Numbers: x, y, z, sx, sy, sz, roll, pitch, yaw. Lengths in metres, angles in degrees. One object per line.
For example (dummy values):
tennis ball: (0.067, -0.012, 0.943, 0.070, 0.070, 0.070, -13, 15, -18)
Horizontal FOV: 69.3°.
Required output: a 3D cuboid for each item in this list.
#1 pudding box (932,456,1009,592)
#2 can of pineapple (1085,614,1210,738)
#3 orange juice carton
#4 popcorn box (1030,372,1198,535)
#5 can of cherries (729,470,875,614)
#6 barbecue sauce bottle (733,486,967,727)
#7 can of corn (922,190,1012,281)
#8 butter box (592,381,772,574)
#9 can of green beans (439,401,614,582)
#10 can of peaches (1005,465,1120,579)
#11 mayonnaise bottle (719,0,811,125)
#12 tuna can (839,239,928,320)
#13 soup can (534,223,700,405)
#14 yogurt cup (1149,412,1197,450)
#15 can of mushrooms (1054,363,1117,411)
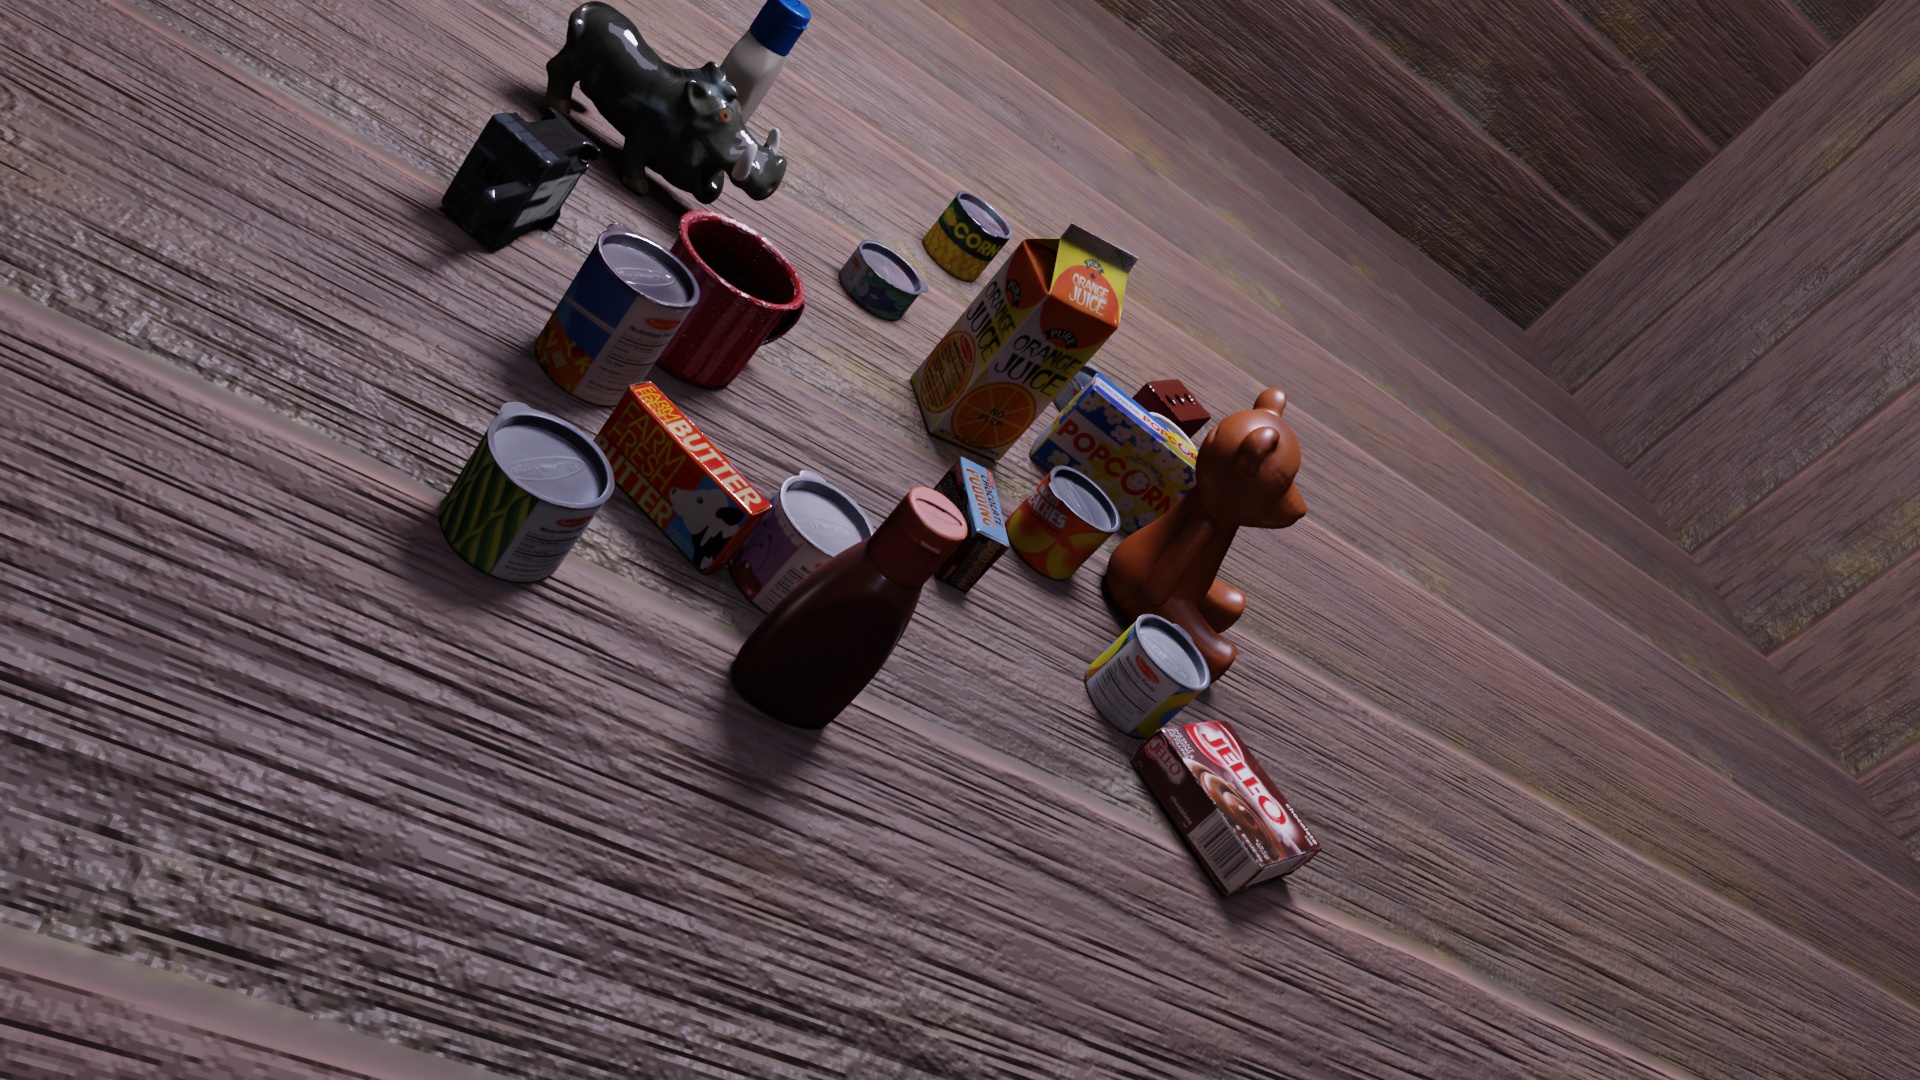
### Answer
pudding box: (0.003, -0.012, 0.955, 0.030, 0.049, 0.084, 26, 32, -28)
can of pineapple: (0.129, 0.094, 0.958, 0.071, 0.057, 0.071, 31, 30, -20)
orange juice carton: (0.050, -0.158, 1.063, 0.072, 0.192, 0.073, 20, 35, -35)
popcorn box: (0.133, -0.067, 1.154, 0.126, 0.085, 0.038, 37, 29, -10)
can of cherries: (-0.092, 0.004, 0.806, 0.071, 0.058, 0.072, 31, 30, -20)
barbecue sauce bottle: (-0.054, 0.034, 0.717, 0.065, 0.148, 0.044, 29, 31, -23)
can of corn: (0.007, -0.289, 1.329, 0.071, 0.058, 0.071, 31, 30, -20)
butter box: (-0.159, -0.036, 0.782, 0.103, 0.053, 0.024, 46, 28, 7)
can of green beans: (-0.215, -0.022, 0.689, 0.071, 0.057, 0.071, 31, 30, -20)
can of peaches: (0.074, -0.013, 1.035, 0.071, 0.057, 0.071, 31, 30, -20)
mayonnaise bottle: (-0.176, -0.377, 1.129, 0.041, 0.147, 0.065, 39, 28, -6)
tuna can: (-0.065, -0.218, 1.170, 0.071, 0.032, 0.071, 31, 30, -20)
soup can: (-0.206, -0.134, 0.827, 0.071, 0.083, 0.072, 31, 30, -20)
yogurt cup: (0.173, -0.072, 1.243, 0.072, 0.053, 0.073, 31, 30, -20)
can of mushrooms: (0.120, -0.129, 1.275, 0.071, 0.033, 0.071, 31, 30, -20)
